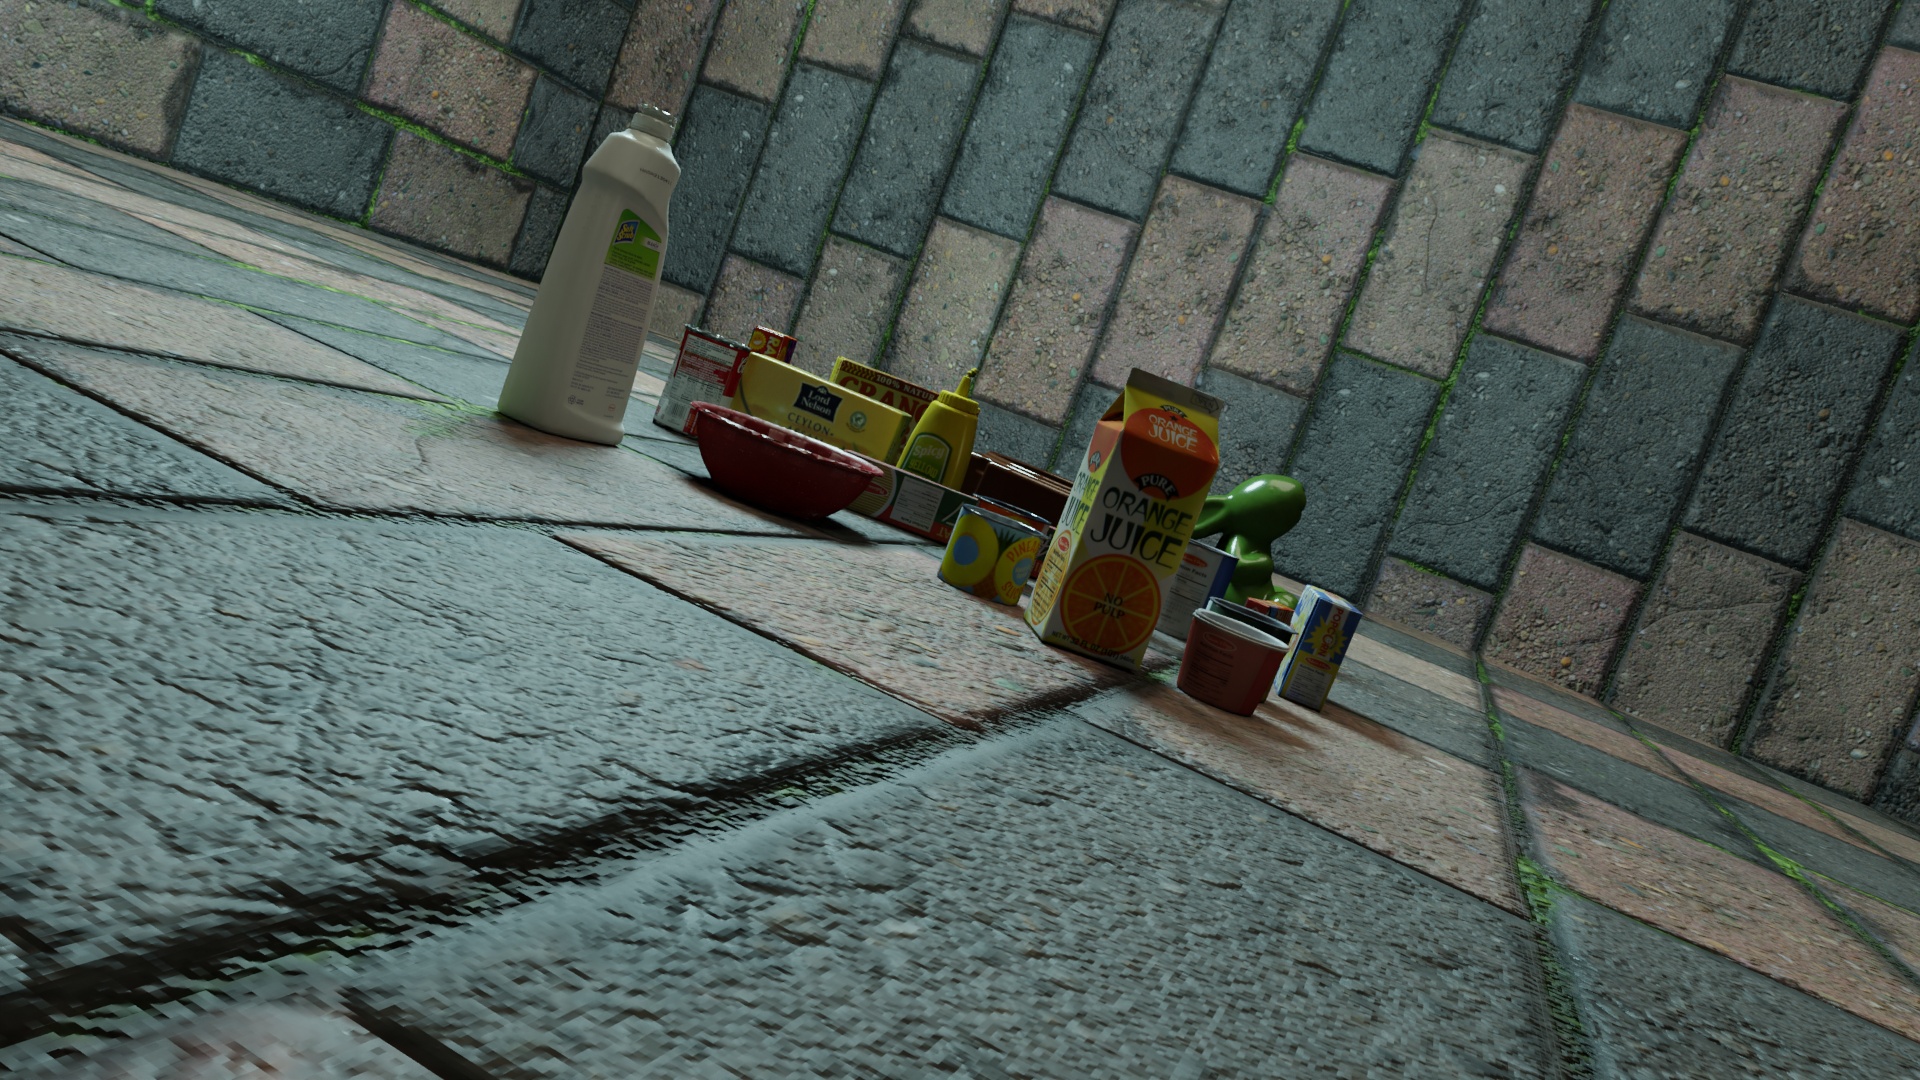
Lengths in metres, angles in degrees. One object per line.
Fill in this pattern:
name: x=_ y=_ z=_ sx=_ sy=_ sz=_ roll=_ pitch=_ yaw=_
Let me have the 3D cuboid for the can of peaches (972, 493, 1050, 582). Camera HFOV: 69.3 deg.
can of peaches: x=0.034 y=-0.001 z=1.183 sx=0.071 sy=0.058 sz=0.071 roll=20 pitch=6 yaw=-2

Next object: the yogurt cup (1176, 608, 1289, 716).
yogurt cup: x=0.181 y=0.083 z=0.937 sx=0.072 sy=0.054 sz=0.072 roll=20 pitch=6 yaw=-2

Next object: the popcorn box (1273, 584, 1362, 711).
popcorn box: x=0.288 y=0.085 z=1.134 sx=0.038 sy=0.085 sz=0.127 roll=21 pitch=6 yaw=8

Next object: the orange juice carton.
orange juice carton: x=0.113 y=-0.017 z=0.941 sx=0.072 sy=0.192 sz=0.073 roll=20 pitch=5 yaw=-11

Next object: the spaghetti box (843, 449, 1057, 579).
spaghetti box: x=0.004 y=-0.016 z=1.254 sx=0.250 sy=0.050 sz=0.029 roll=21 pitch=5 yaw=0

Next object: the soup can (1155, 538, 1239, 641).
soup can: x=0.203 y=0.043 z=1.237 sx=0.071 sy=0.083 sz=0.071 roll=20 pitch=5 yaw=-2

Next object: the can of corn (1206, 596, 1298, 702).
can of corn: x=0.207 y=0.081 z=1.024 sx=0.071 sy=0.058 sz=0.071 roll=20 pitch=6 yaw=-2

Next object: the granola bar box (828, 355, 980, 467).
granola bar box: x=-0.077 y=-0.117 z=1.529 sx=0.165 sy=0.124 sz=0.039 roll=19 pitch=6 yaw=-19

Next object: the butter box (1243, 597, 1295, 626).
butter box: x=0.279 y=0.082 z=1.285 sx=0.024 sy=0.053 sz=0.103 roll=23 pitch=6 yaw=26

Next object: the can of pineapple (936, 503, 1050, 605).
can of pineapple: x=0.024 y=0.011 z=1.036 sx=0.071 sy=0.057 sz=0.071 roll=20 pitch=6 yaw=-2

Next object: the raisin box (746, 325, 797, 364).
raisin box: x=-0.235 y=-0.186 z=1.624 sx=0.040 sy=0.123 sz=0.086 roll=21 pitch=5 yaw=3

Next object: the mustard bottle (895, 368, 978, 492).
mustard bottle: x=-0.019 y=-0.093 z=1.340 sx=0.065 sy=0.160 sz=0.049 roll=22 pitch=6 yaw=18
